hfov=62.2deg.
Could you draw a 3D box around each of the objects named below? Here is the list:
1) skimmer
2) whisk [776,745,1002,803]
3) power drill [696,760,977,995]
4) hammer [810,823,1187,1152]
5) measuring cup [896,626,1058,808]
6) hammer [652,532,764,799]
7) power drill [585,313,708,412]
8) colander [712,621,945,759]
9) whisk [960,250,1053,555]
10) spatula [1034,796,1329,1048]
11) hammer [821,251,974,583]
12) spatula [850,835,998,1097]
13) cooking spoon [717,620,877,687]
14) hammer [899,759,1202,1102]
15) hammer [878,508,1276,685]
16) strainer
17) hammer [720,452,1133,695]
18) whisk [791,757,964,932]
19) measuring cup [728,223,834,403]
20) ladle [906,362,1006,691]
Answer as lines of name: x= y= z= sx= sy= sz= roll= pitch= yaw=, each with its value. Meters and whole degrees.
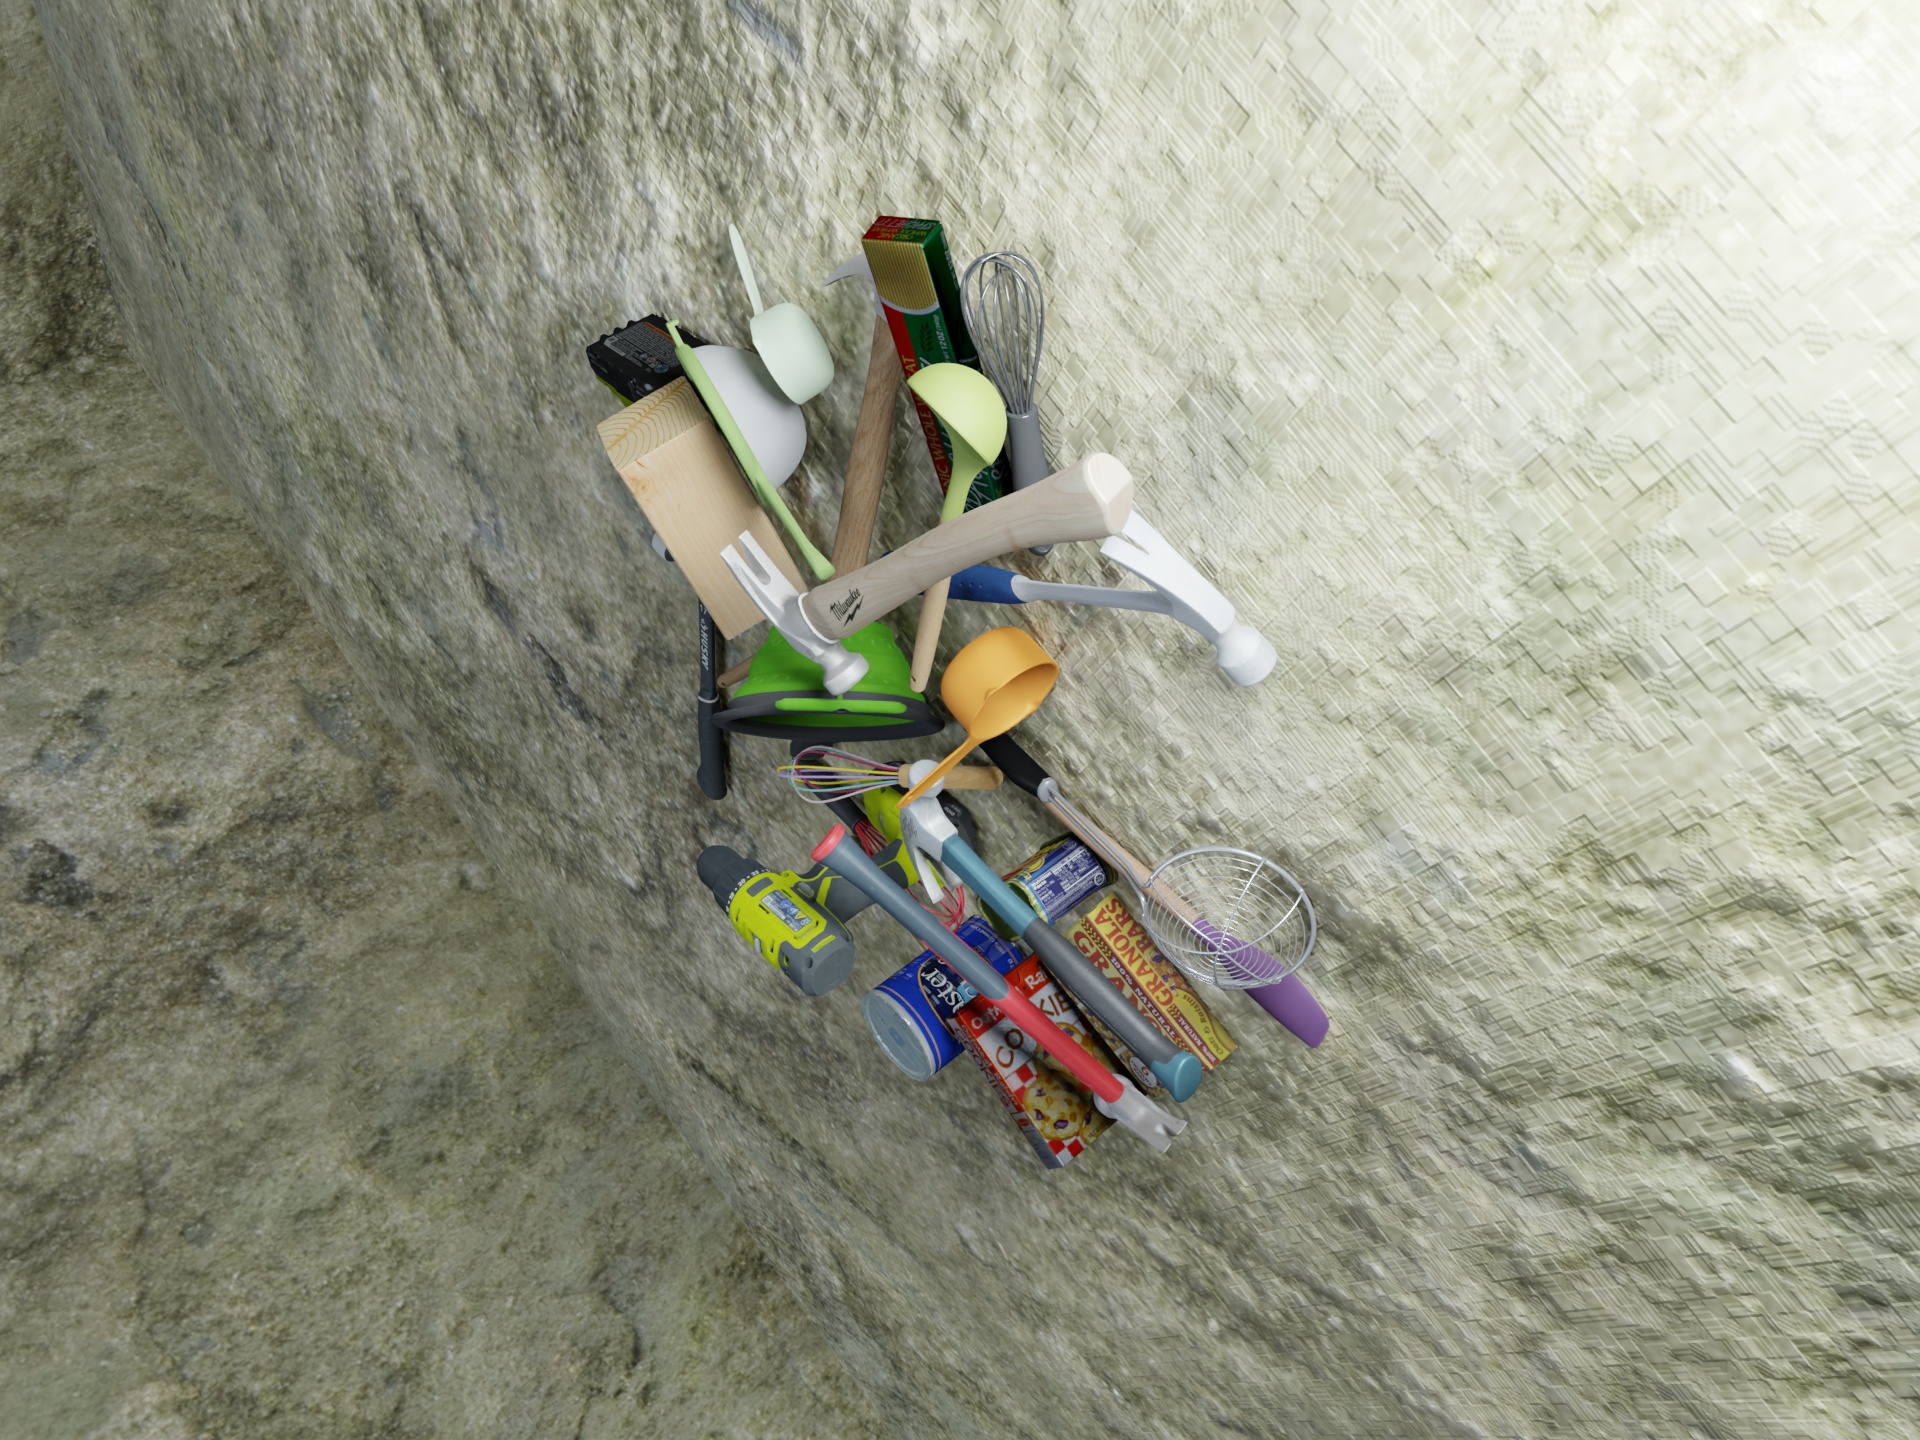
skimmer: x=0.127 y=0.082 z=1.263 sx=0.364 sy=0.090 sz=0.127 roll=44 pitch=139 yaw=44
whisk: x=-0.067 y=0.050 z=1.463 sx=0.245 sy=0.051 sz=0.047 roll=0 pitch=132 yaw=33
power drill: x=-0.117 y=0.136 z=1.492 sx=0.191 sy=0.228 sz=0.080 roll=36 pitch=146 yaw=34
hammer: x=0.030 y=0.225 z=1.339 sx=0.386 sy=0.038 sz=0.143 roll=42 pitch=171 yaw=-12
measuring cup: x=-0.002 y=-0.004 z=1.254 sx=0.052 sy=0.173 sz=0.095 roll=52 pitch=-164 yaw=20
hammer: x=-0.278 y=-0.036 z=1.780 sx=0.149 sy=0.036 sz=0.408 roll=43 pitch=149 yaw=23
power drill: x=-0.273 y=-0.258 z=1.501 sx=0.171 sy=0.080 sz=0.223 roll=35 pitch=148 yaw=34
colander: x=-0.130 y=-0.028 z=1.488 sx=0.397 sy=0.204 sz=0.094 roll=143 pitch=128 yaw=-77
whisk: x=0.039 y=-0.210 z=1.088 sx=0.055 sy=0.055 sz=0.238 roll=31 pitch=147 yaw=39
spatula: x=0.170 y=0.145 z=1.275 sx=0.316 sy=0.018 sz=0.059 roll=40 pitch=143 yaw=26
hammer: x=-0.071 y=-0.219 z=1.236 sx=0.130 sy=0.031 sz=0.331 roll=46 pitch=144 yaw=24
spatula: x=-0.032 y=0.252 z=1.677 sx=0.318 sy=0.044 sz=0.082 roll=51 pitch=155 yaw=13
cooking spoon: x=-0.169 y=-0.074 z=1.549 sx=0.068 sy=0.017 sz=0.319 roll=36 pitch=151 yaw=-20
hammer: x=0.066 y=0.175 z=1.270 sx=0.331 sy=0.033 sz=0.128 roll=43 pitch=148 yaw=25
hammer: x=0.049 y=-0.100 z=1.160 sx=0.144 sy=0.035 sz=0.406 roll=42 pitch=165 yaw=-30
strainer: x=-0.147 y=-0.221 z=1.303 sx=0.257 sy=0.069 sz=0.151 roll=56 pitch=176 yaw=28
hammer: x=-0.030 y=-0.116 z=1.092 sx=0.146 sy=0.038 sz=0.410 roll=50 pitch=149 yaw=-14
whisk: x=-0.091 y=0.119 z=1.624 sx=0.296 sy=0.073 sz=0.073 roll=43 pitch=150 yaw=37
measuring cup: x=-0.144 y=-0.331 z=1.258 sx=0.083 sy=0.038 sz=0.168 roll=24 pitch=-136 yaw=-68
ladle: x=-0.020 y=-0.122 z=1.139 sx=0.078 sy=0.062 sz=0.320 roll=48 pitch=148 yaw=26
